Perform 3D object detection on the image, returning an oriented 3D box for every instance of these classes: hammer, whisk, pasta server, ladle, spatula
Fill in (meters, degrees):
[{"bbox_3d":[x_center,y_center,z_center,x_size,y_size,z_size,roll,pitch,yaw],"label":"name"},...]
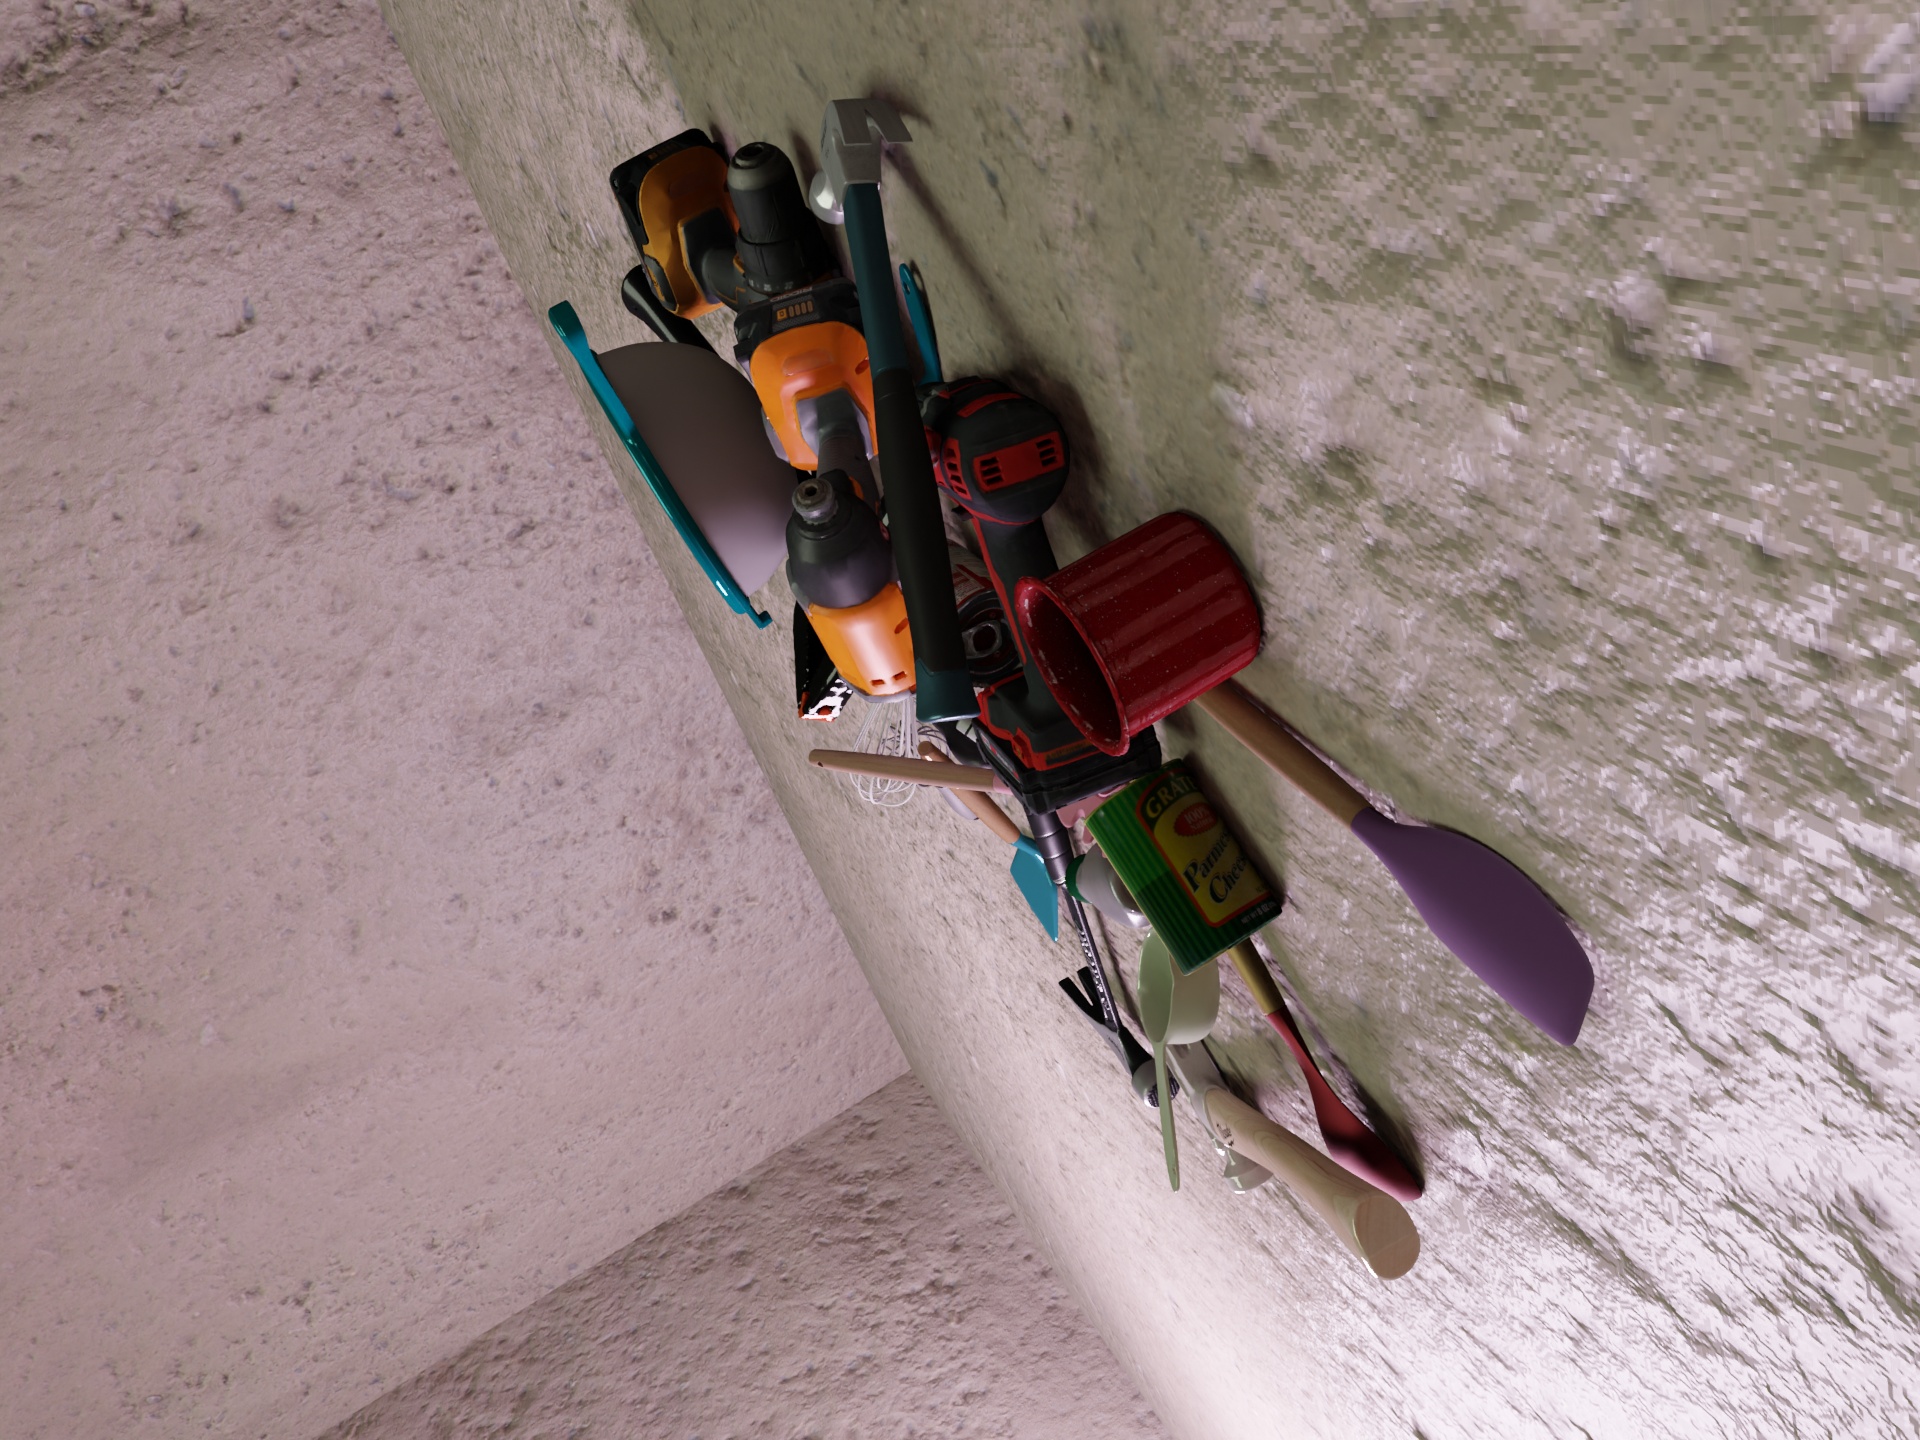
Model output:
[{"bbox_3d":[-0.142,-0.207,1.208,0.335,0.035,0.146,51,158,-4],"label":"hammer"},{"bbox_3d":[-0.043,-0.038,1.164,0.059,0.058,0.246,26,126,20],"label":"whisk"},{"bbox_3d":[0.085,0.130,1.244,0.149,0.036,0.408,47,161,51],"label":"hammer"},{"bbox_3d":[0.002,0.044,1.095,0.316,0.040,0.060,6,130,42],"label":"pasta server"},{"bbox_3d":[0.174,0.148,0.941,0.315,0.031,0.069,60,168,9],"label":"ladle"},{"bbox_3d":[-0.017,0.050,1.348,0.055,0.055,0.238,55,-177,23],"label":"whisk"},{"bbox_3d":[-0.032,-0.157,0.795,0.128,0.033,0.331,130,132,-73],"label":"hammer"},{"bbox_3d":[0.024,0.090,1.270,0.082,0.044,0.317,57,-175,33],"label":"spatula"},{"bbox_3d":[0.165,0.029,0.716,0.316,0.018,0.059,47,144,49],"label":"spatula"},{"bbox_3d":[-0.030,-0.021,1.249,0.070,0.070,0.285,67,170,-28],"label":"whisk"},{"bbox_3d":[0.192,0.259,0.988,0.146,0.038,0.410,61,175,3],"label":"hammer"}]

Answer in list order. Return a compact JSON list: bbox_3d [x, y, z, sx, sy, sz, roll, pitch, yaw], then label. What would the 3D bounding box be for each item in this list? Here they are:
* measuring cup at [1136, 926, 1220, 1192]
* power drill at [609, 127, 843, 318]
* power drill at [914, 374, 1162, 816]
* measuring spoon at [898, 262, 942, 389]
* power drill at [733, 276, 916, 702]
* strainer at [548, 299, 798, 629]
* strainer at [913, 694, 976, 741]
[{"bbox_3d":[0.146,0.216,1.026,0.083,0.038,0.168,125,143,-72],"label":"measuring cup"},{"bbox_3d":[-0.150,-0.320,1.060,0.226,0.084,0.185,44,161,39],"label":"power drill"},{"bbox_3d":[0.026,-0.081,0.878,0.188,0.080,0.226,-132,23,-66],"label":"power drill"},{"bbox_3d":[-0.027,-0.211,0.931,0.042,0.021,0.128,51,167,36],"label":"measuring spoon"},{"bbox_3d":[-0.071,-0.142,0.902,0.164,0.084,0.227,66,-170,-58],"label":"power drill"},{"bbox_3d":[-0.176,-0.201,1.044,0.211,0.095,0.340,58,177,15],"label":"strainer"},{"bbox_3d":[-0.002,-0.004,1.101,0.258,0.050,0.086,35,155,3],"label":"strainer"}]
